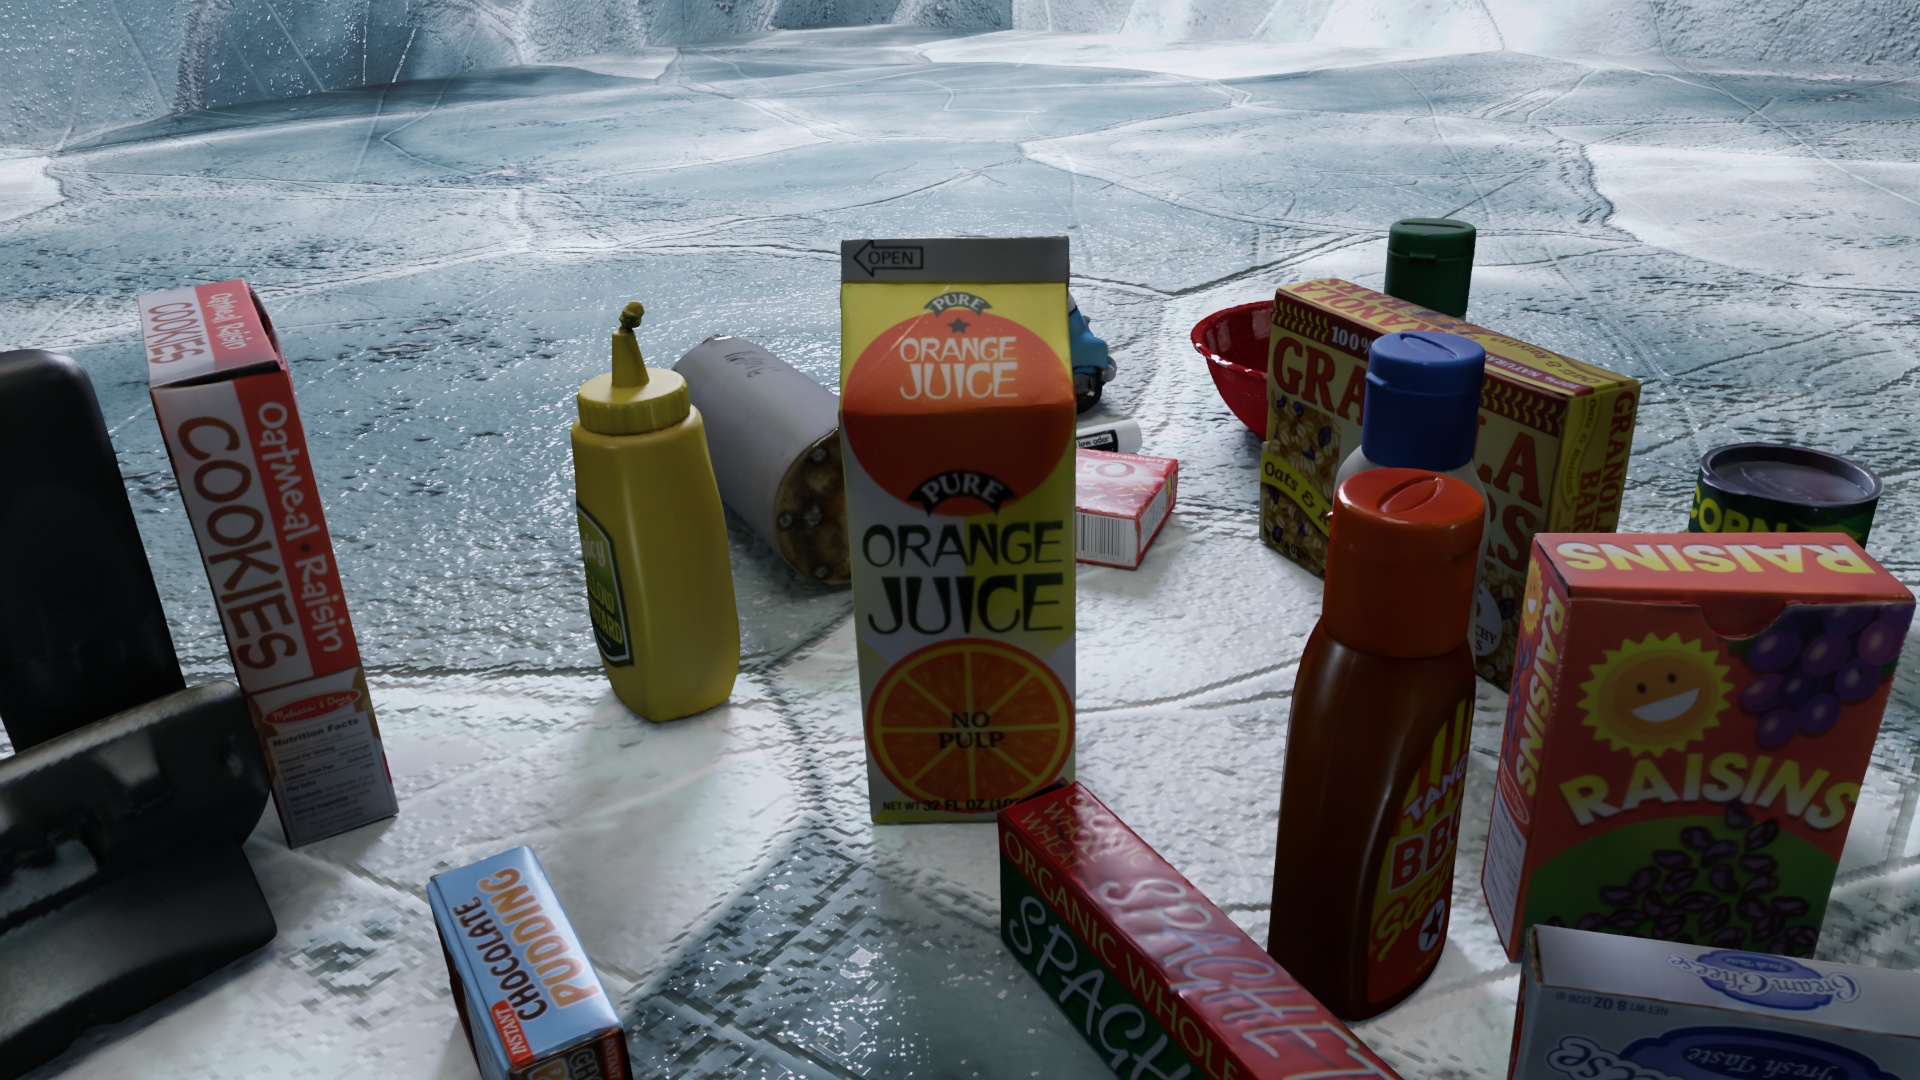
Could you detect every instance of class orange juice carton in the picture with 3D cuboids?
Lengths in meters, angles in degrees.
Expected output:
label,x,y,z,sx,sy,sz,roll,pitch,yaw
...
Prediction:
label,x,y,z,sx,sy,sz,roll,pitch,yaw
orange juice carton,0.002,-0.006,0.461,0.072,0.191,0.073,-1,25,2

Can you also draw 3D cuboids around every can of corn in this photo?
label,x,y,z,sx,sy,sz,roll,pitch,yaw
can of corn,0.339,-0.002,0.582,0.071,0.058,0.071,-2,25,1

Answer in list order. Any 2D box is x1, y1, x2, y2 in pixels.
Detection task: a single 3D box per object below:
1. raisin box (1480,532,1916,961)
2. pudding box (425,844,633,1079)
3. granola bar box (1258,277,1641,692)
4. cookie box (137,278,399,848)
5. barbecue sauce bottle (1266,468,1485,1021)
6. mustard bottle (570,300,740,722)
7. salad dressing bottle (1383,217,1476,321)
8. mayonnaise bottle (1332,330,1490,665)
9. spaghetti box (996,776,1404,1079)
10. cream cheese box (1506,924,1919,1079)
label,x,y,z,sx,sy,sz,roll,pitch,yaw
raisin box,0.199,0.060,0.388,0.086,0.122,0.040,1,25,6
pudding box,-0.112,0.124,0.363,0.030,0.049,0.084,-16,29,-27
granola bar box,0.190,-0.029,0.573,0.039,0.123,0.166,-13,28,-22
cookie box,-0.244,0.003,0.489,0.040,0.166,0.123,-16,28,-26
barbecue sauce bottle,0.114,0.055,0.376,0.044,0.147,0.065,20,33,39
mustard bottle,-0.118,-0.012,0.520,0.049,0.159,0.065,-18,29,-30
salad dressing bottle,0.208,-0.070,0.632,0.064,0.147,0.044,11,28,26
mayonnaise bottle,0.155,0.003,0.481,0.041,0.147,0.065,-9,26,-14
spaghetti box,0.081,0.139,0.317,0.029,0.050,0.250,-15,28,-25
cream cheese box,0.187,0.126,0.332,0.104,0.053,0.024,4,26,13
